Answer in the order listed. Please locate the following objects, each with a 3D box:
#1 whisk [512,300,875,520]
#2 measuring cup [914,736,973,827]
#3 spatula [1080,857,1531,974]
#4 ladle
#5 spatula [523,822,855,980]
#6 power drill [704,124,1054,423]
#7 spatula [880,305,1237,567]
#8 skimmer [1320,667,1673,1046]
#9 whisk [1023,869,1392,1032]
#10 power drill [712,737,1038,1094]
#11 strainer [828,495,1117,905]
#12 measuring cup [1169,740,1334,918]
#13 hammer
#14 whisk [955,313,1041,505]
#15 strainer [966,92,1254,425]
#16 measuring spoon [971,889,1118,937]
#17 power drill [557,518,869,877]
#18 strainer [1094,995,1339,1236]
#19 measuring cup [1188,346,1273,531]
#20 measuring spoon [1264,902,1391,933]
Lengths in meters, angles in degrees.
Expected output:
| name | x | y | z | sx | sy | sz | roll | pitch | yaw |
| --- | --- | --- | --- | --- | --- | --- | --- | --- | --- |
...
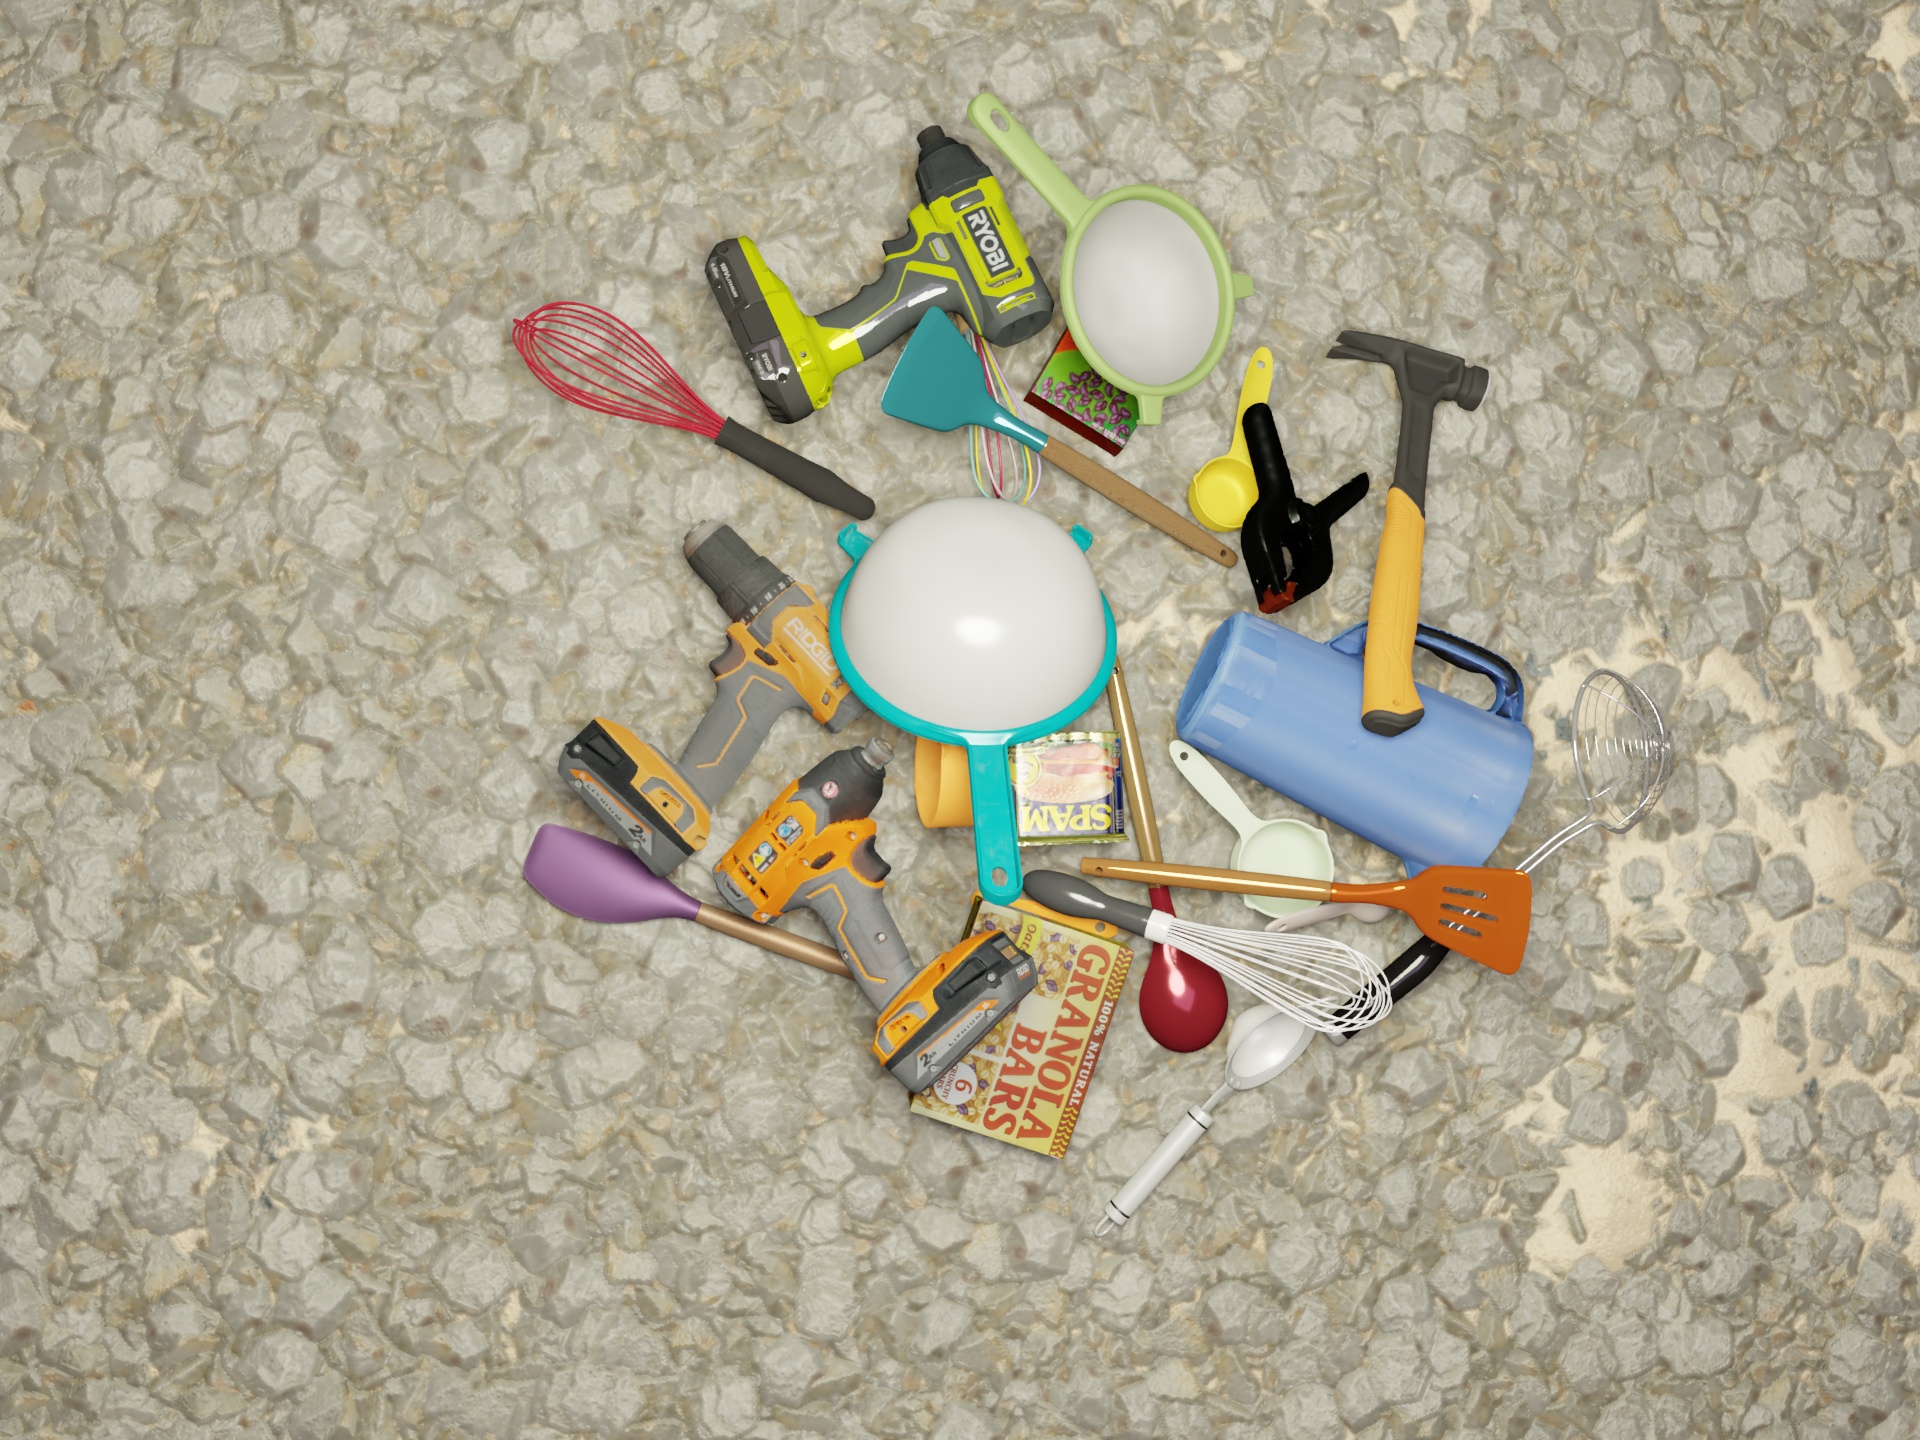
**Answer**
| name | x | y | z | sx | sy | sz | roll | pitch | yaw |
| --- | --- | --- | --- | --- | --- | --- | --- | --- | --- |
| whisk | -0.194 | -0.225 | 1.178 | 0.295 | 0.073 | 0.073 | 28 | 86 | -10 |
| measuring cup | -0.002 | -0.004 | 1.189 | 0.052 | 0.095 | 0.174 | 3 | 69 | -13 |
| spatula | 0.248 | 0.126 | 1.172 | 0.322 | 0.041 | 0.081 | 5 | 107 | 10 |
| ladle | 0.147 | 0.102 | 1.222 | 0.069 | 0.031 | 0.315 | -12 | 88 | -3 |
| spatula | -0.172 | 0.154 | 1.187 | 0.316 | 0.018 | 0.060 | 20 | 82 | -4 |
| power drill | -0.065 | -0.328 | 1.169 | 0.223 | 0.080 | 0.171 | -24 | 82 | -2 |
| spatula | 0.085 | -0.190 | 1.176 | 0.317 | 0.044 | 0.082 | 27 | 91 | -21 |
| skimmer | 0.412 | 0.112 | 1.244 | 0.363 | 0.090 | 0.127 | -42 | 120 | 5 |
| whisk | 0.178 | 0.163 | 1.175 | 0.285 | 0.070 | 0.070 | 18 | 86 | 17 |
| power drill | -0.052 | 0.131 | 1.132 | 0.226 | 0.084 | 0.164 | 46 | 105 | 12 |
| strainer | 0.017 | -0.040 | 1.087 | 0.211 | 0.095 | 0.341 | 0 | 52 | -6 |
| measuring cup | 0.215 | 0.079 | 1.224 | 0.083 | 0.038 | 0.167 | -42 | 91 | -6 |
| hammer | 0.322 | -0.143 | 1.182 | 0.127 | 0.034 | 0.337 | 15 | 64 | -5 |
| whisk | 0.011 | -0.275 | 1.211 | 0.051 | 0.047 | 0.245 | -11 | 85 | -18 |
| strainer | 0.086 | -0.340 | 1.142 | 0.256 | 0.069 | 0.151 | 42 | 72 | -21 |
| measuring spoon | 0.065 | 0.149 | 1.217 | 0.117 | 0.011 | 0.021 | 13 | 87 | -6 |
| power drill | -0.190 | -0.020 | 1.162 | 0.226 | 0.084 | 0.185 | -43 | 93 | -10 |
| strainer | 0.187 | 0.294 | 1.213 | 0.258 | 0.050 | 0.086 | -49 | 137 | 0 |
| measuring cup | 0.217 | -0.219 | 1.243 | 0.062 | 0.029 | 0.156 | 19 | 75 | -10 |
| measuring spoon | 0.283 | 0.152 | 1.211 | 0.124 | 0.034 | 0.018 | -8 | 49 | -29 |
